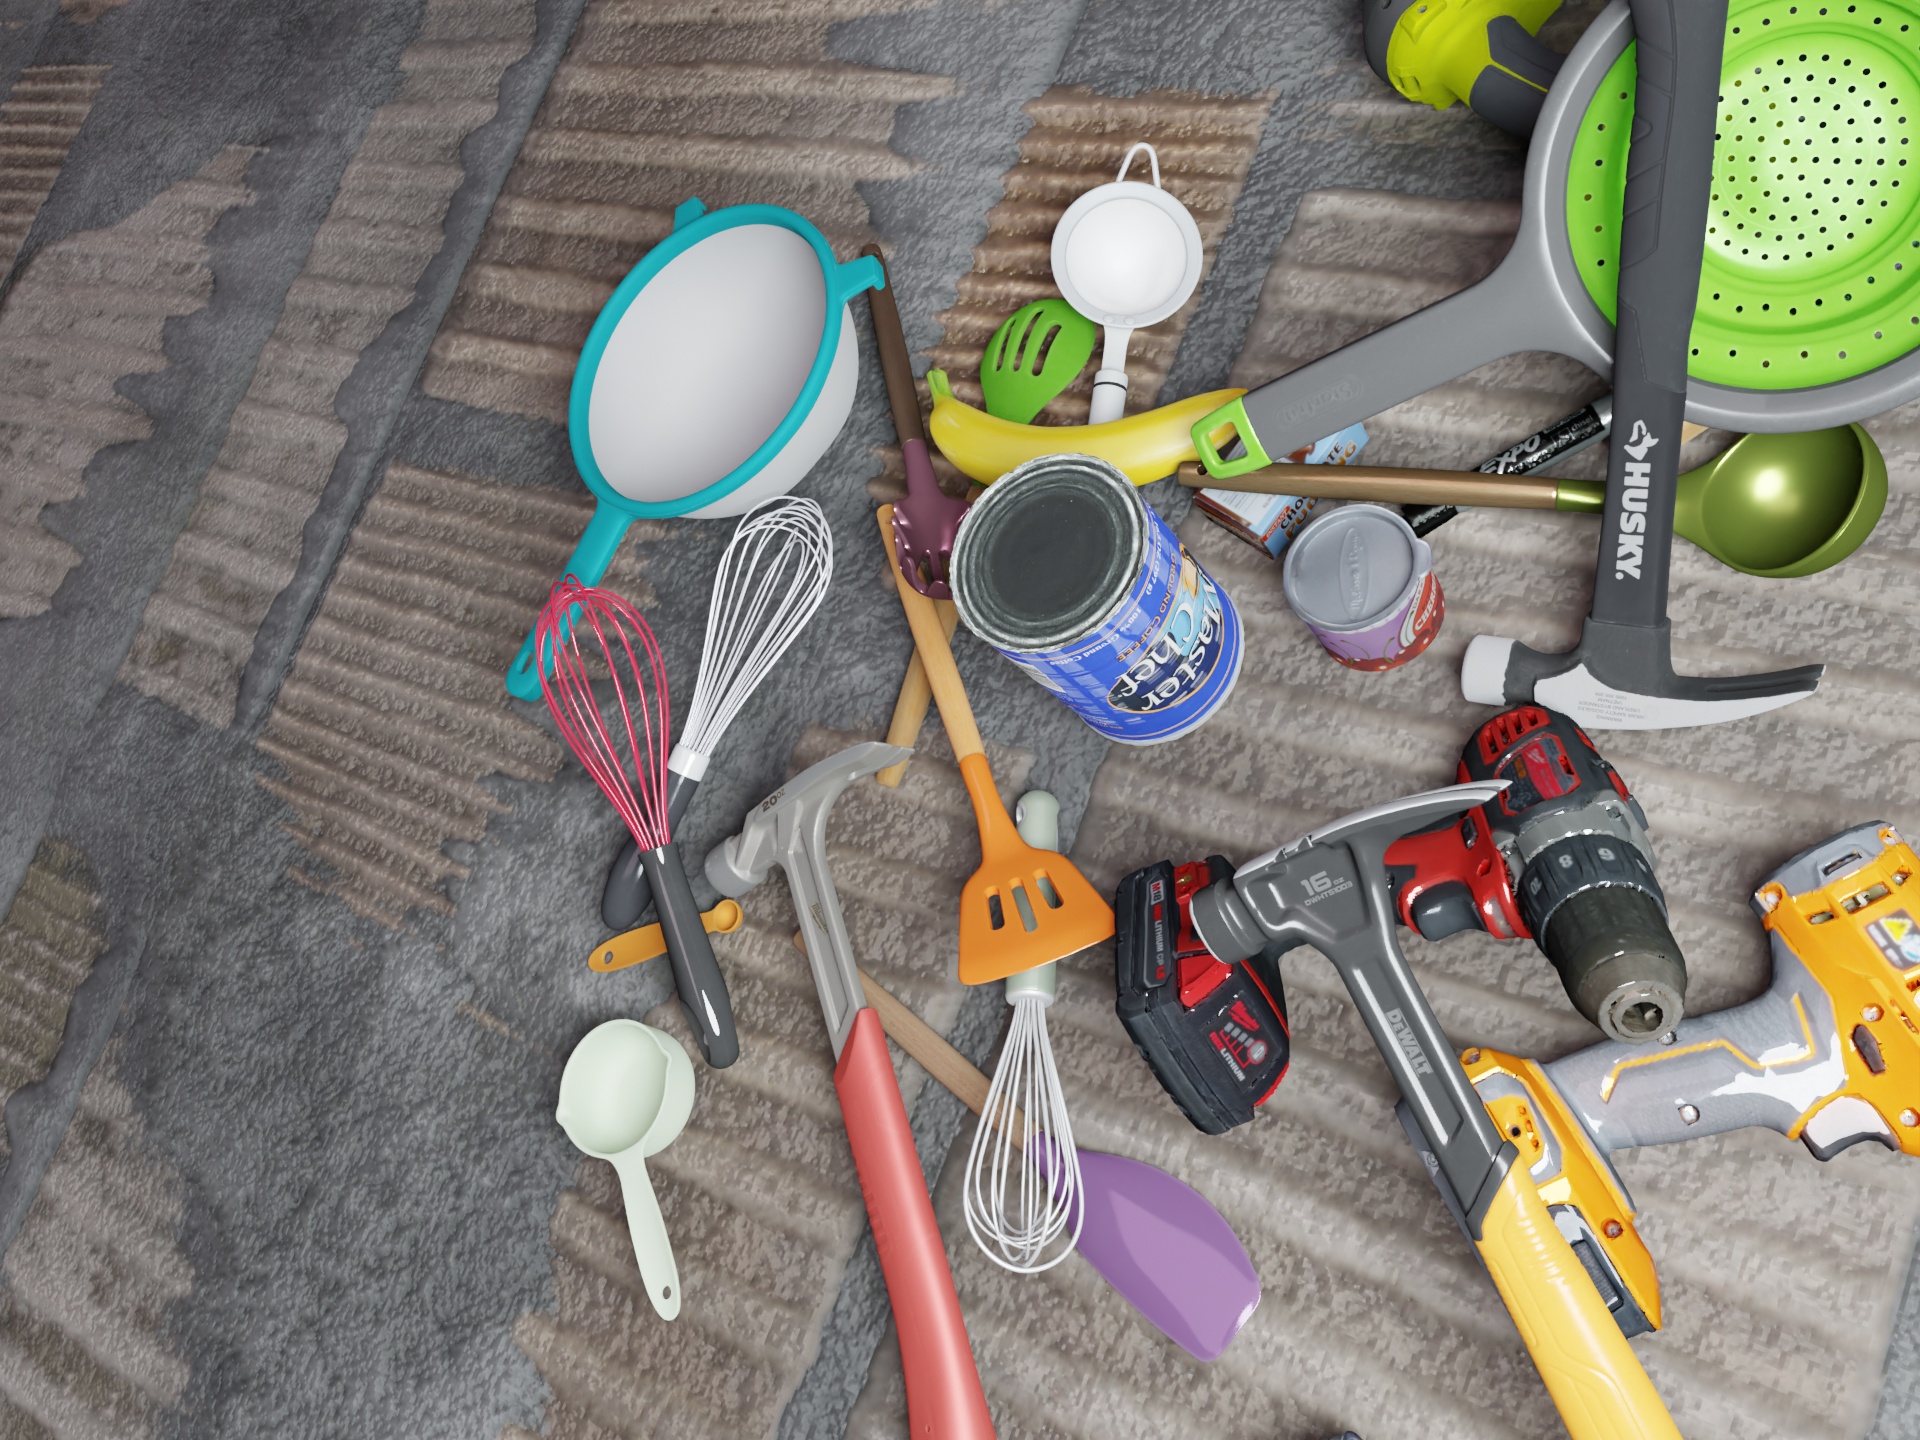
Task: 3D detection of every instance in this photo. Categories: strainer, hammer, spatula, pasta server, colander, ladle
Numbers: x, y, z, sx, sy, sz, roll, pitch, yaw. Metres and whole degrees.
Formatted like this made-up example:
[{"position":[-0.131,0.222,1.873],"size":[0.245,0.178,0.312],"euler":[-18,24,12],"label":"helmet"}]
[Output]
[{"position":[0.085,-0.199,0.906],"size":[0.087,0.050,0.258],"euler":[8,80,3],"label":"strainer"},{"position":[0.210,0.188,0.570],"size":[0.127,0.034,0.337],"euler":[-31,82,32],"label":"hammer"},{"position":[-0.001,-0.003,0.844],"size":[0.081,0.041,0.323],"euler":[-20,56,0],"label":"spatula"},{"position":[-0.030,-0.187,0.947],"size":[0.060,0.040,0.317],"euler":[-1,53,-15],"label":"pasta server"},{"position":[0.288,-0.207,0.716],"size":[0.397,0.094,0.204],"euler":[-21,101,35],"label":"colander"},{"position":[-0.170,-0.153,1.001],"size":[0.211,0.095,0.340],"euler":[29,90,37],"label":"strainer"},{"position":[0.253,-0.113,0.750],"size":[0.320,0.062,0.078],"euler":[8,78,26],"label":"ladle"},{"position":[0.020,0.195,0.803],"size":[0.316,0.018,0.060],"euler":[35,85,33],"label":"spatula"},{"position":[0.291,-0.153,0.655],"size":[0.146,0.035,0.334],"euler":[10,116,32],"label":"hammer"},{"position":[-0.037,0.194,0.799],"size":[0.149,0.036,0.359],"euler":[-34,62,33],"label":"hammer"}]

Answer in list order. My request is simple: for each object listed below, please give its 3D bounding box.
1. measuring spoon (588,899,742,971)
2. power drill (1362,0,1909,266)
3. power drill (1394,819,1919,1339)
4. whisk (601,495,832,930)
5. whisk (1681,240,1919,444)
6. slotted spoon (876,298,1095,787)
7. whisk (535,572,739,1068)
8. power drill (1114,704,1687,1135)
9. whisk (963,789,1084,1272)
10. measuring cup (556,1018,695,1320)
[{"position":[-0.175,0.130,0.944],"size":[0.117,0.011,0.021],"euler":[-21,63,25],"label":"measuring spoon"},{"position":[0.331,-0.333,0.800],"size":[0.190,0.080,0.229],"euler":[-38,60,13],"label":"power drill"},{"position":[0.307,0.162,0.620],"size":[0.226,0.084,0.164],"euler":[-32,61,11],"label":"power drill"},{"position":[-0.151,-0.005,0.956],"size":[0.070,0.070,0.284],"euler":[25,90,34],"label":"whisk"},{"position":[0.410,-0.191,0.720],"size":[0.245,0.051,0.047],"euler":[-35,64,17],"label":"whisk"},{"position":[0.007,-0.110,0.924],"size":[0.070,0.031,0.314],"euler":[13,79,32],"label":"slotted spoon"},{"position":[-0.178,0.055,0.904],"size":[0.073,0.073,0.296],"euler":[-21,84,21],"label":"whisk"},{"position":[0.182,0.093,0.672],"size":[0.226,0.080,0.188],"euler":[-27,24,18],"label":"power drill"},{"position":[0.035,0.146,0.789],"size":[0.059,0.057,0.247],"euler":[10,60,-11],"label":"whisk"},{"position":[-0.171,0.247,0.879],"size":[0.083,0.038,0.168],"euler":[-30,61,16],"label":"measuring cup"}]
